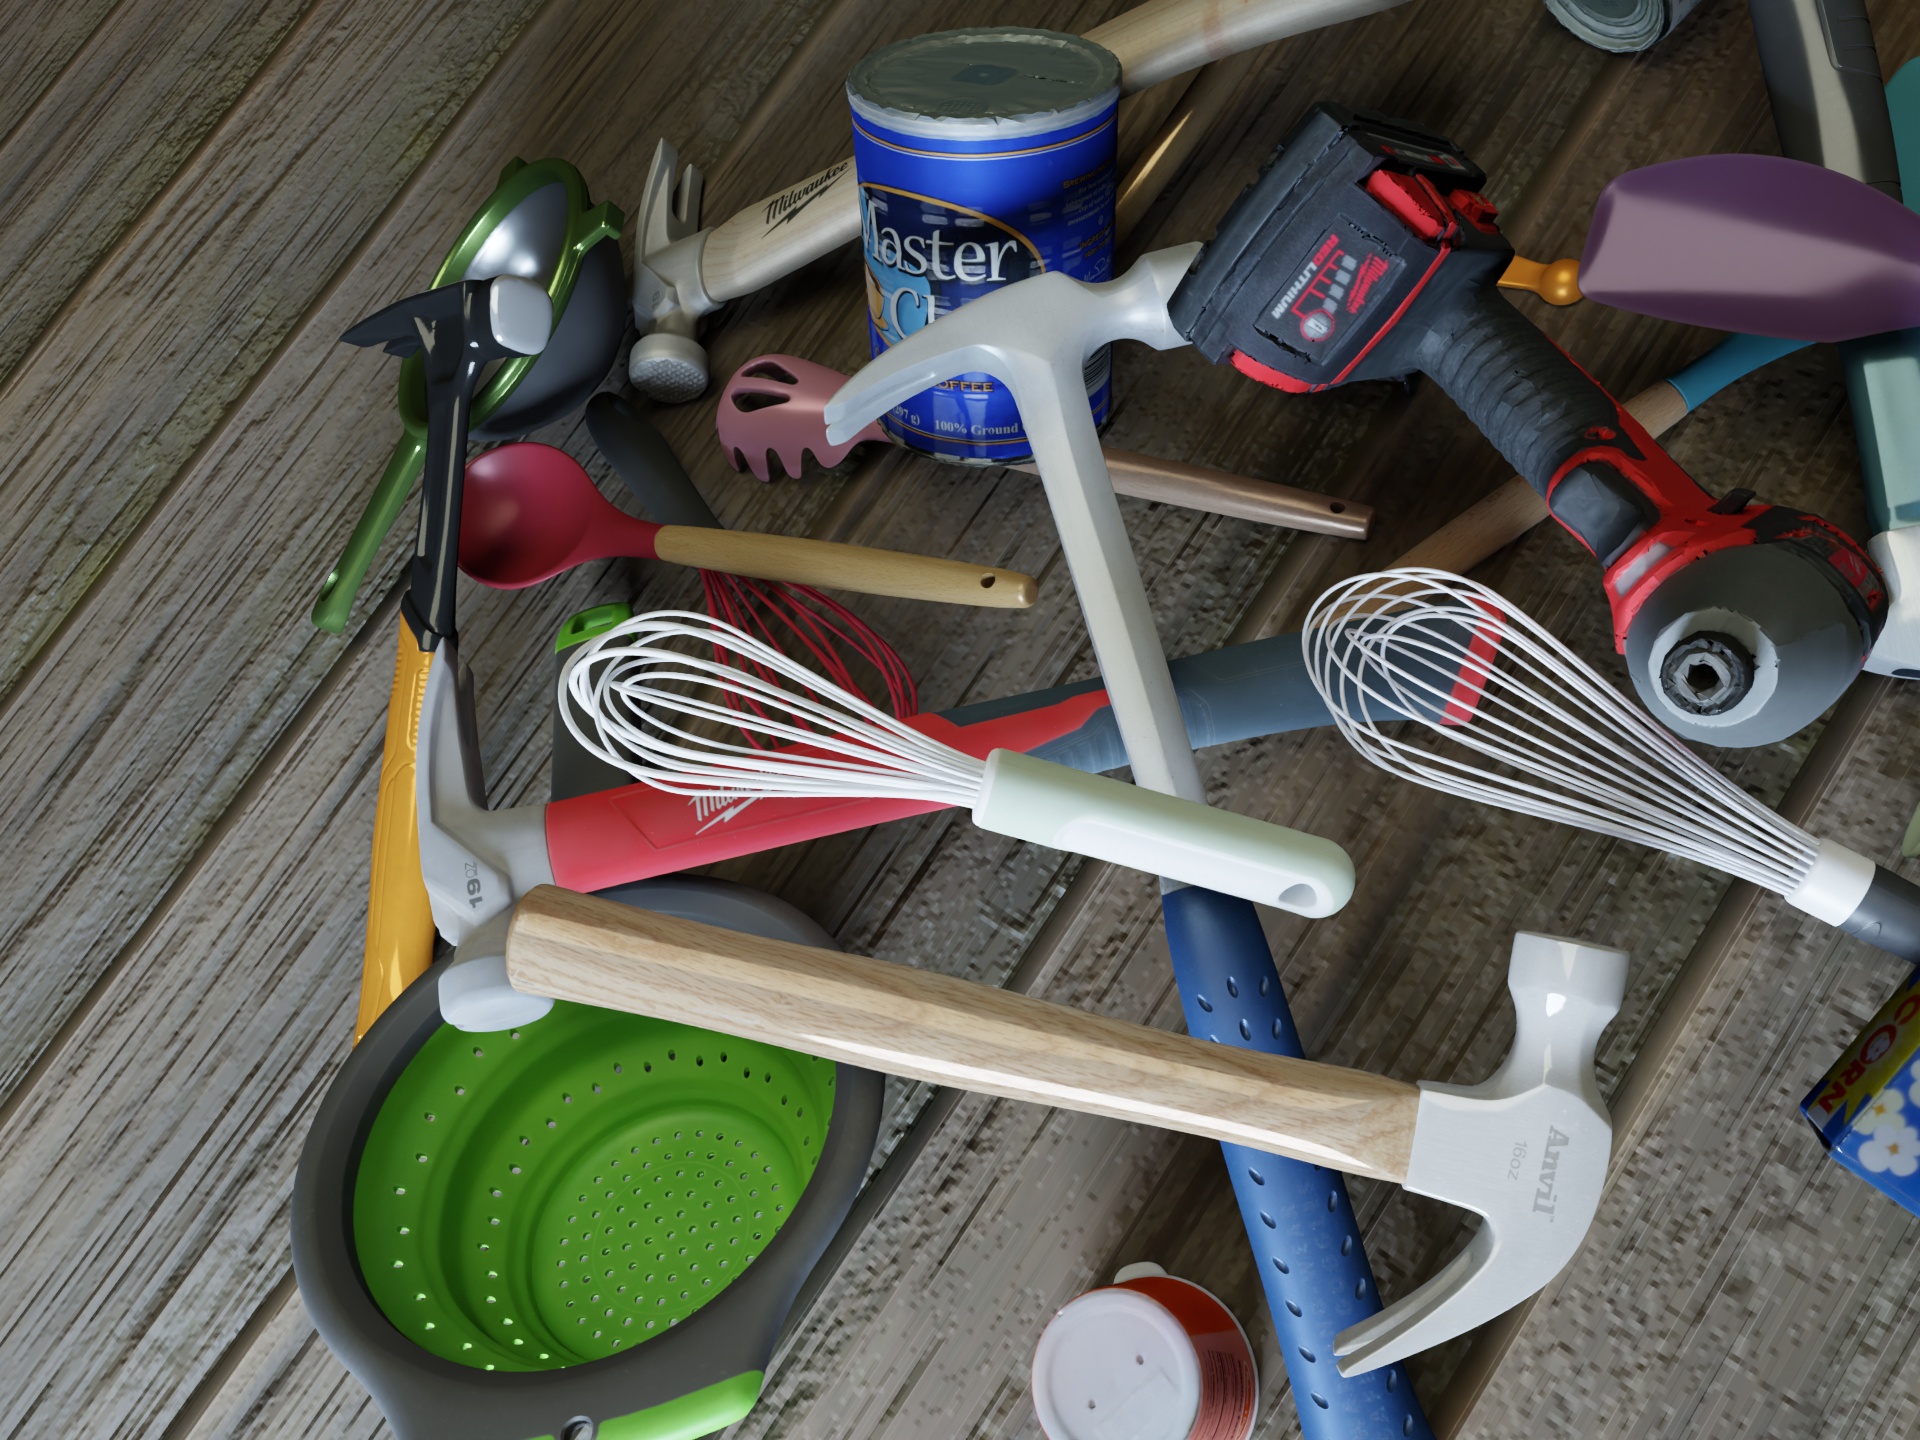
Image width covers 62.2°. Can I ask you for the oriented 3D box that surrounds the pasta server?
[{"bbox_3d":[0.022,-0.114,0.683,0.316,0.040,0.060,16,75,24],"label":"pasta server"}]

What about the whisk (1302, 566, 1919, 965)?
[{"bbox_3d":[0.234,0.034,0.487,0.285,0.070,0.070,30,81,14],"label":"whisk"}]

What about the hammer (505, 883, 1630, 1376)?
[{"bbox_3d":[0.018,0.100,0.477,0.331,0.031,0.130,10,87,12],"label":"hammer"}]

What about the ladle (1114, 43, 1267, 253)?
[{"bbox_3d":[0.135,-0.321,0.675,0.078,0.062,0.320,43,102,32],"label":"ladle"}]

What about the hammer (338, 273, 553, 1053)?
[{"bbox_3d":[-0.236,-0.018,0.687,0.127,0.034,0.337,1,86,42],"label":"hammer"}]

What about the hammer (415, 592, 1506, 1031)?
[{"bbox_3d":[-0.001,-0.002,0.571,0.386,0.038,0.143,-13,66,-1],"label":"hammer"}]

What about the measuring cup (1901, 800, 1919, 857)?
[{"bbox_3d":[0.334,-0.026,0.461,0.038,0.083,0.167,26,106,10],"label":"measuring cup"}]

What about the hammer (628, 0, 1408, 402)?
[{"bbox_3d":[0.016,-0.272,0.704,0.410,0.038,0.146,-16,61,29],"label":"hammer"}]

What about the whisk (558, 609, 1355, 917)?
[{"bbox_3d":[0.000,0.018,0.477,0.246,0.057,0.059,16,49,-2],"label":"whisk"}]

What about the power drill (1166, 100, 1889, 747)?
[{"bbox_3d":[0.174,-0.083,0.475,0.220,0.143,0.078,48,125,15],"label":"power drill"}]

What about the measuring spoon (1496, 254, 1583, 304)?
[{"bbox_3d":[0.199,-0.192,0.649,0.117,0.011,0.021,25,79,30],"label":"measuring spoon"}]

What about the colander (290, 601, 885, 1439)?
[{"bbox_3d":[-0.129,0.106,0.620,0.204,0.094,0.398,-15,44,1],"label":"colander"}]

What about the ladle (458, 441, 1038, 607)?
[{"bbox_3d":[-0.101,-0.071,0.645,0.315,0.031,0.069,12,81,35],"label":"ladle"}]

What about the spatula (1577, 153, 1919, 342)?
[{"bbox_3d":[0.356,-0.126,0.486,0.316,0.018,0.060,17,90,19],"label":"spatula"}]

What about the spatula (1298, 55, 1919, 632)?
[{"bbox_3d":[0.237,-0.107,0.577,0.317,0.044,0.082,-36,73,6],"label":"spatula"}]

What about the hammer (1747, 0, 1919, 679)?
[{"bbox_3d":[0.302,-0.175,0.536,0.128,0.033,0.331,-9,80,16],"label":"hammer"}]

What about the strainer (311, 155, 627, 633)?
[{"bbox_3d":[-0.233,-0.147,0.785,0.152,0.069,0.256,38,100,49],"label":"strainer"}]

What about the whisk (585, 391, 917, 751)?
[{"bbox_3d":[-0.101,-0.063,0.695,0.073,0.073,0.296,-41,54,2],"label":"whisk"}]

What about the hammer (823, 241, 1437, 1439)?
[{"bbox_3d":[0.068,0.044,0.514,0.144,0.035,0.406,-15,79,-3],"label":"hammer"}]
